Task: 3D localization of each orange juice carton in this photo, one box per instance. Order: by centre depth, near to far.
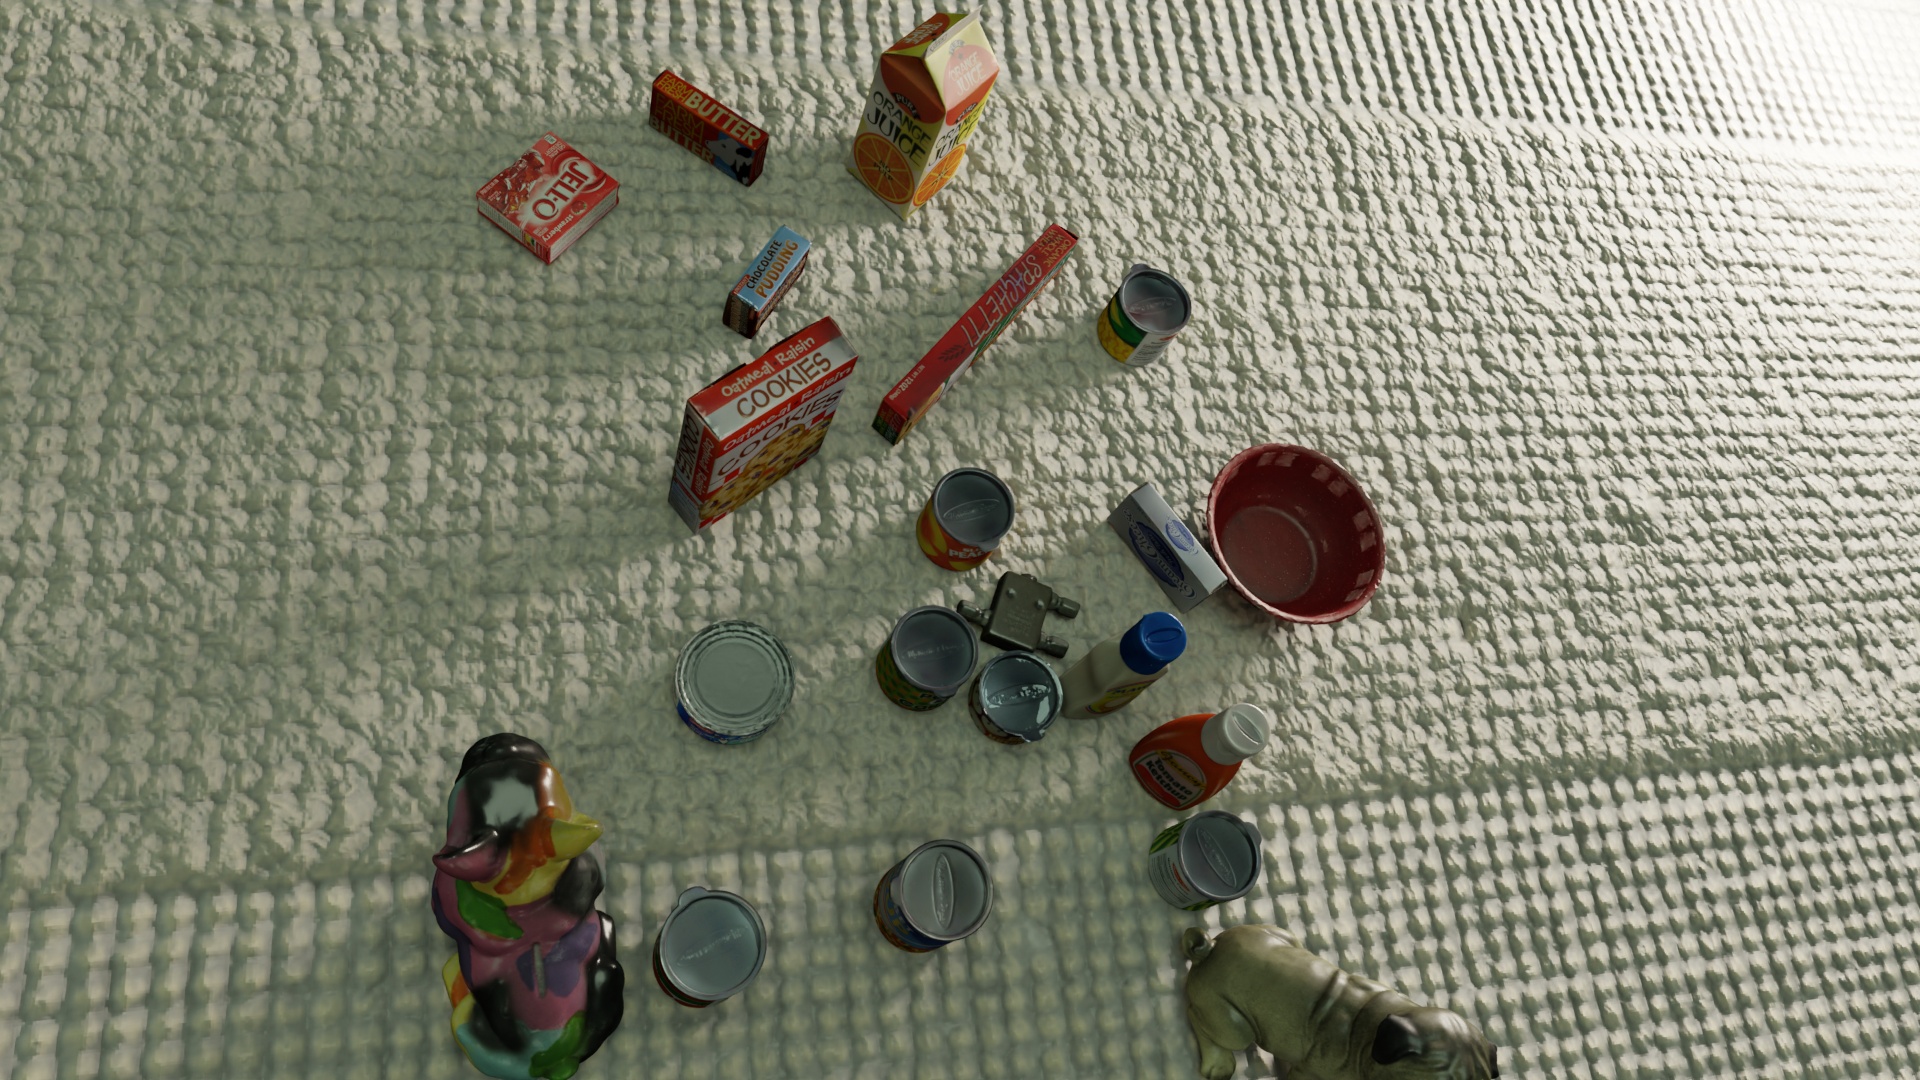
[{"bbox_3d":[-0.029,-0.359,1.146,0.073,0.192,0.072,43,63,4],"label":"orange juice carton"}]

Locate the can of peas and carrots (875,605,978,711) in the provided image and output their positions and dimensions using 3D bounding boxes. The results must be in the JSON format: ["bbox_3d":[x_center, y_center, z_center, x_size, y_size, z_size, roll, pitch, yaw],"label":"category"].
[{"bbox_3d":[-0.025,0.090,1.031,0.071,0.058,0.071,6,66,-14],"label":"can of peas and carrots"}]

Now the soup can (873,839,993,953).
[{"bbox_3d":[-0.023,0.245,0.951,0.071,0.083,0.071,6,66,-14],"label":"soup can"}]

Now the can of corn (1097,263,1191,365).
[{"bbox_3d":[0.158,-0.196,1.207,0.071,0.058,0.071,6,66,-14],"label":"can of corn"}]

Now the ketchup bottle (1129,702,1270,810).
[{"bbox_3d":[0.177,0.154,1.013,0.065,0.148,0.044,45,63,5],"label":"ketchup bottle"}]

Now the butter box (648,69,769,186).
[{"bbox_3d":[-0.212,-0.345,1.164,0.103,0.053,0.024,32,63,-1],"label":"butter box"}]

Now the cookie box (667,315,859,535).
[{"bbox_3d":[-0.147,-0.081,1.007,0.123,0.166,0.040,-37,82,-26],"label":"cookie box"}]

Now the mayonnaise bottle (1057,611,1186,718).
[{"bbox_3d":[0.120,0.093,1.022,0.065,0.147,0.041,-9,71,-20],"label":"mayonnaise bottle"}]

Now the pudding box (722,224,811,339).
[{"bbox_3d":[-0.157,-0.210,1.124,0.030,0.049,0.084,32,63,-2],"label":"pudding box"}]

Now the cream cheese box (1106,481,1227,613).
[{"bbox_3d":[0.167,0.007,1.126,0.024,0.053,0.104,-34,80,-26],"label":"cream cheese box"}]

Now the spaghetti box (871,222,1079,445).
[{"bbox_3d":[0.015,-0.176,1.161,0.029,0.050,0.251,40,63,2],"label":"spaghetti box"}]

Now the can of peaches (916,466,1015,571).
[{"bbox_3d":[0.004,-0.014,1.084,0.071,0.057,0.071,6,66,-14],"label":"can of peaches"}]

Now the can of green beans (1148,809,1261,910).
[{"bbox_3d":[0.180,0.238,1.029,0.071,0.057,0.071,6,66,-14],"label":"can of green beans"}]

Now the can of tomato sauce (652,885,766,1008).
[{"bbox_3d":[-0.166,0.265,0.901,0.071,0.082,0.071,6,66,-14],"label":"can of tomato sauce"}]

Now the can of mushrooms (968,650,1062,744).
[{"bbox_3d":[0.041,0.122,1.051,0.071,0.033,0.071,6,66,-14],"label":"can of mushrooms"}]
